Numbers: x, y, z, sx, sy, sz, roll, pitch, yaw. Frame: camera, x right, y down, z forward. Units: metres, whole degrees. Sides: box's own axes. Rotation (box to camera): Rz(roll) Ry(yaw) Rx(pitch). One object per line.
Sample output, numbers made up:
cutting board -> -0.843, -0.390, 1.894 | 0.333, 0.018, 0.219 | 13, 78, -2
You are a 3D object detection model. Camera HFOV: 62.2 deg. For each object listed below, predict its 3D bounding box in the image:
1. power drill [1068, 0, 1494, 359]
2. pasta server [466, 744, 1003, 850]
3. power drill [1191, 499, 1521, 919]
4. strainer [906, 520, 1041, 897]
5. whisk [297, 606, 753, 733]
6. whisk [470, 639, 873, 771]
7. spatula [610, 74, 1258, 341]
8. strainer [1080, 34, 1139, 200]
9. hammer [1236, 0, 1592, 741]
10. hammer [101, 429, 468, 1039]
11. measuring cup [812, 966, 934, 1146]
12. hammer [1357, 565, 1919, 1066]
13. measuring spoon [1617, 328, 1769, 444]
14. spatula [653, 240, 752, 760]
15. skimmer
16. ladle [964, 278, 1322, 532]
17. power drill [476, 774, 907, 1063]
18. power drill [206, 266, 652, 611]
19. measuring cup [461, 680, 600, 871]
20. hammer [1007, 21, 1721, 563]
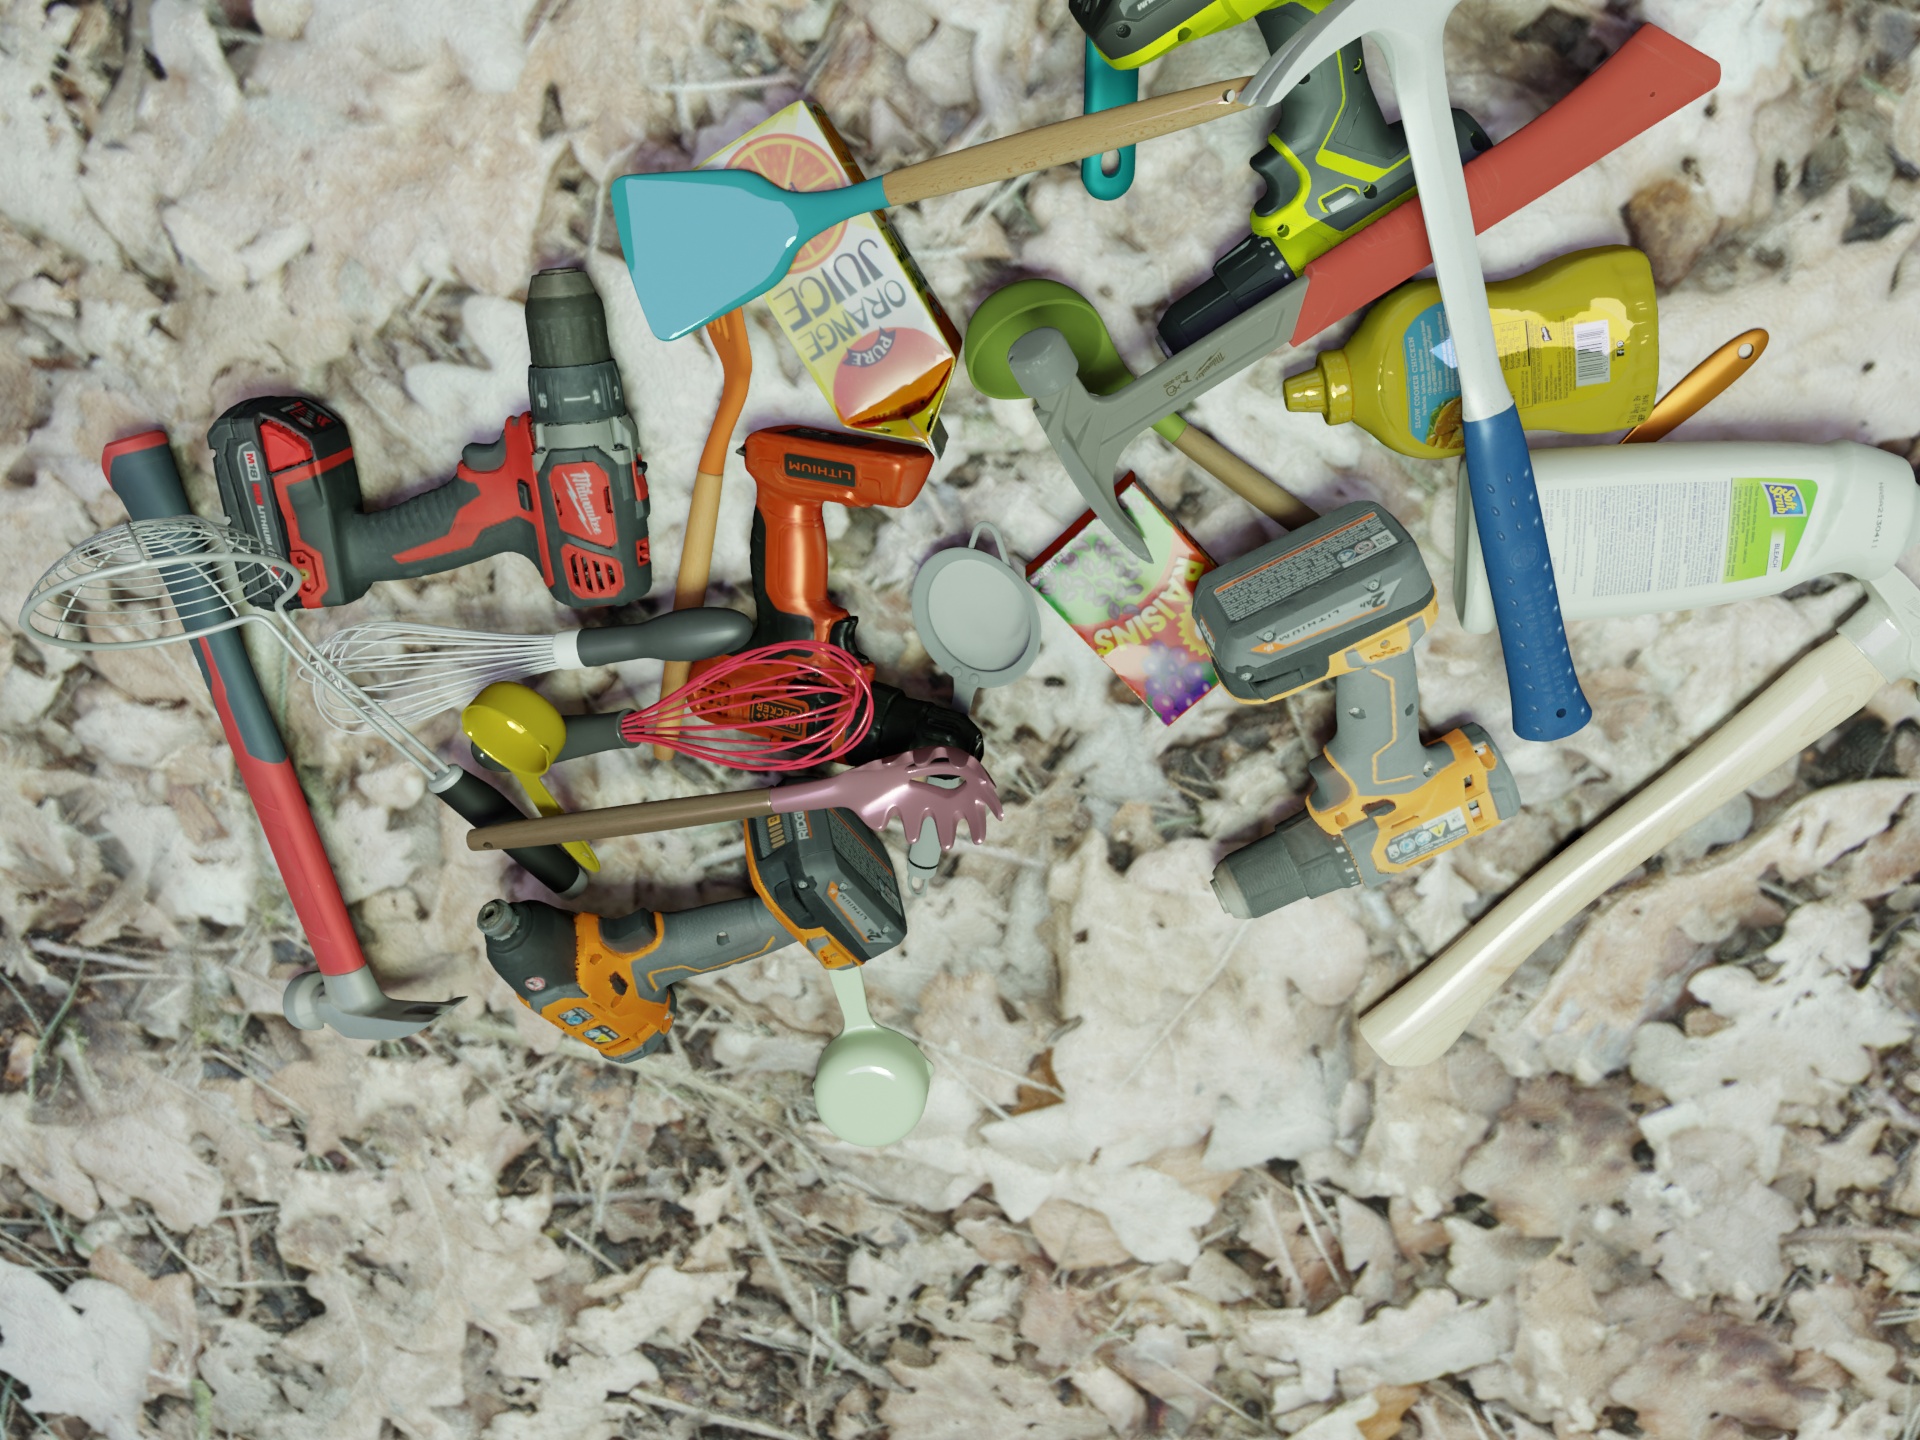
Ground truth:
power drill -> 0.149, -0.295, 0.793 | 0.190, 0.080, 0.228 | -31, 128, 12
pasta server -> -0.131, 0.053, 0.885 | 0.316, 0.040, 0.060 | -8, 125, 11
power drill -> 0.203, 0.010, 0.900 | 0.185, 0.084, 0.226 | -26, 125, 7
strainer -> -0.002, -0.003, 0.951 | 0.087, 0.050, 0.258 | 25, 118, 22
whisk -> -0.253, -0.037, 0.921 | 0.284, 0.070, 0.070 | -6, 109, 14
whisk -> -0.174, 0.003, 0.909 | 0.296, 0.073, 0.073 | -7, 111, 31
spatula -> -0.014, -0.259, 0.762 | 0.317, 0.044, 0.082 | -9, 106, 20
strainer -> 0.069, -0.435, 0.777 | 0.211, 0.095, 0.340 | -8, 131, -7
hammer -> 0.250, -0.160, 0.779 | 0.144, 0.035, 0.405 | -24, 118, -2
hammer -> -0.413, 0.015, 0.955 | 0.143, 0.038, 0.386 | -5, 108, 33
measuring cup -> -0.068, 0.201, 1.025 | 0.083, 0.038, 0.167 | -10, 110, 6
hammer -> 0.399, 0.062, 0.957 | 0.146, 0.038, 0.410 | 43, 106, -10
measuring spoon -> 0.401, -0.174, 0.885 | 0.117, 0.011, 0.021 | -42, 103, 15
spatula -> -0.156, -0.121, 0.912 | 0.041, 0.081, 0.322 | -1, 118, -30
skimmer -> -0.333, 0.018, 0.876 | 0.127, 0.090, 0.362 | -21, 132, 21
ladle -> 0.141, -0.139, 0.888 | 0.320, 0.062, 0.078 | 33, 135, -12
power drill -> -0.164, 0.119, 0.949 | 0.226, 0.084, 0.164 | -24, 141, 10
power drill -> -0.291, -0.152, 0.894 | 0.226, 0.080, 0.187 | -4, 109, 1
measuring cup -> -0.238, 0.034, 0.931 | 0.062, 0.029, 0.156 | 12, 144, 25
hammer -> 0.207, -0.221, 0.798 | 0.359, 0.037, 0.149 | -31, 131, 10
